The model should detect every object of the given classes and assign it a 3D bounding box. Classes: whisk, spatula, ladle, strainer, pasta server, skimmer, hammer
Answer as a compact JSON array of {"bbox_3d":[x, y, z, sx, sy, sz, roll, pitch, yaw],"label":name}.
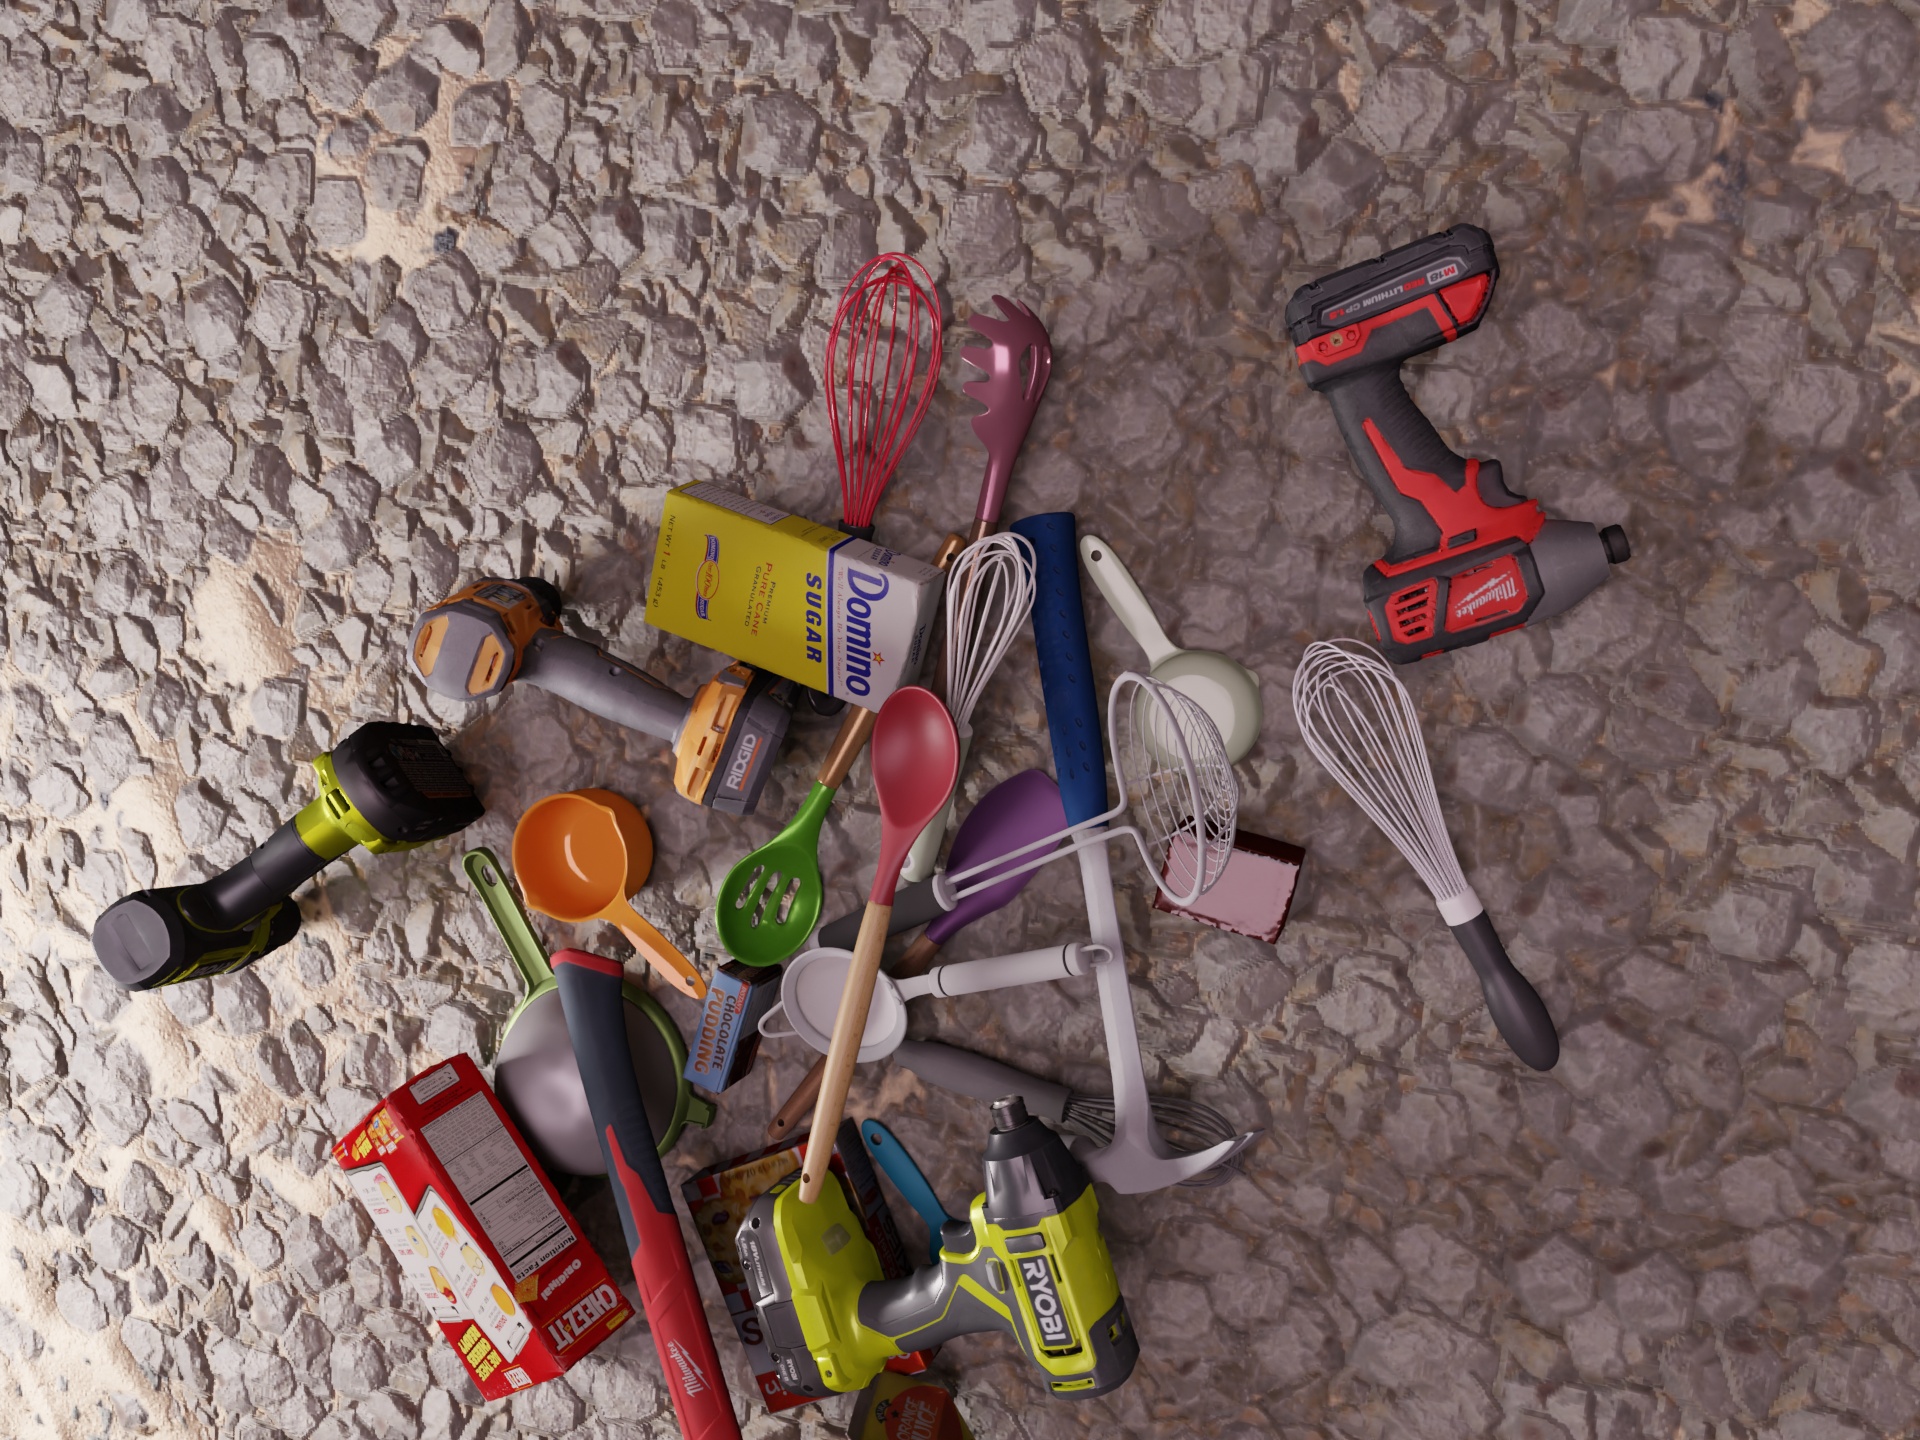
[{"bbox_3d":[-0.002,-0.003,0.978,0.058,0.059,0.246,43,128,42],"label":"whisk"},{"bbox_3d":[-0.034,0.159,1.042,0.060,0.018,0.316,42,105,20],"label":"spatula"},{"bbox_3d":[-0.054,0.135,0.950,0.069,0.031,0.315,14,90,39],"label":"ladle"},{"bbox_3d":[-0.291,0.207,1.098,0.151,0.069,0.256,-28,89,18],"label":"strainer"},{"bbox_3d":[0.005,-0.101,0.989,0.040,0.060,0.316,28,112,40],"label":"pasta server"},{"bbox_3d":[-0.062,-0.143,1.001,0.073,0.073,0.295,15,107,15],"label":"whisk"},{"bbox_3d":[0.014,0.083,0.924,0.363,0.090,0.127,-27,73,38],"label":"skimmer"},{"bbox_3d":[-0.210,0.335,1.017,0.143,0.038,0.386,-20,77,1],"label":"hammer"},{"bbox_3d":[0.084,0.075,0.949,0.144,0.035,0.405,-14,81,40],"label":"hammer"},{"bbox_3d":[0.065,0.244,1.007,0.239,0.055,0.055,14,100,19],"label":"whisk"},{"bbox_3d":[-0.016,0.163,0.983,0.258,0.050,0.086,-15,109,33],"label":"strainer"},{"bbox_3d":[0.274,0.079,0.922,0.070,0.070,0.284,-29,91,18],"label":"whisk"}]

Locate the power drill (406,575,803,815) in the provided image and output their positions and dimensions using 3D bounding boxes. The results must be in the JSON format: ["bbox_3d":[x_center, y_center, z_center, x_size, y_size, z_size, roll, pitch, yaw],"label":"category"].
[{"bbox_3d":[-0.219,-0.030,1.019,0.226,0.185,0.084,22,102,-6],"label":"power drill"}]

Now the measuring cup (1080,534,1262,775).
[{"bbox_3d":[0.118,-0.041,0.962,0.083,0.038,0.167,-34,88,17],"label":"measuring cup"}]

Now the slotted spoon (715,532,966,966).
[{"bbox_3d":[-0.073,0.020,1.033,0.070,0.031,0.313,24,101,-19],"label":"slotted spoon"}]

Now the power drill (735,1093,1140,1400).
[{"bbox_3d":[-0.018,0.323,0.961,0.223,0.080,0.171,-18,90,27],"label":"power drill"}]

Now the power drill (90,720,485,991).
[{"bbox_3d":[-0.449,0.098,1.092,0.228,0.190,0.080,-35,85,3],"label":"power drill"}]

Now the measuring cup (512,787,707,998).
[{"bbox_3d":[-0.224,0.119,1.079,0.173,0.052,0.095,45,106,6],"label":"measuring cup"}]

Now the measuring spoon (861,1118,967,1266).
[{"bbox_3d":[-0.029,0.321,1.055,0.042,0.021,0.128,-38,85,17],"label":"measuring spoon"}]

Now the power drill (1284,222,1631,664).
[{"bbox_3d":[0.274,-0.153,0.887,0.143,0.078,0.219,-18,93,18],"label":"power drill"}]
